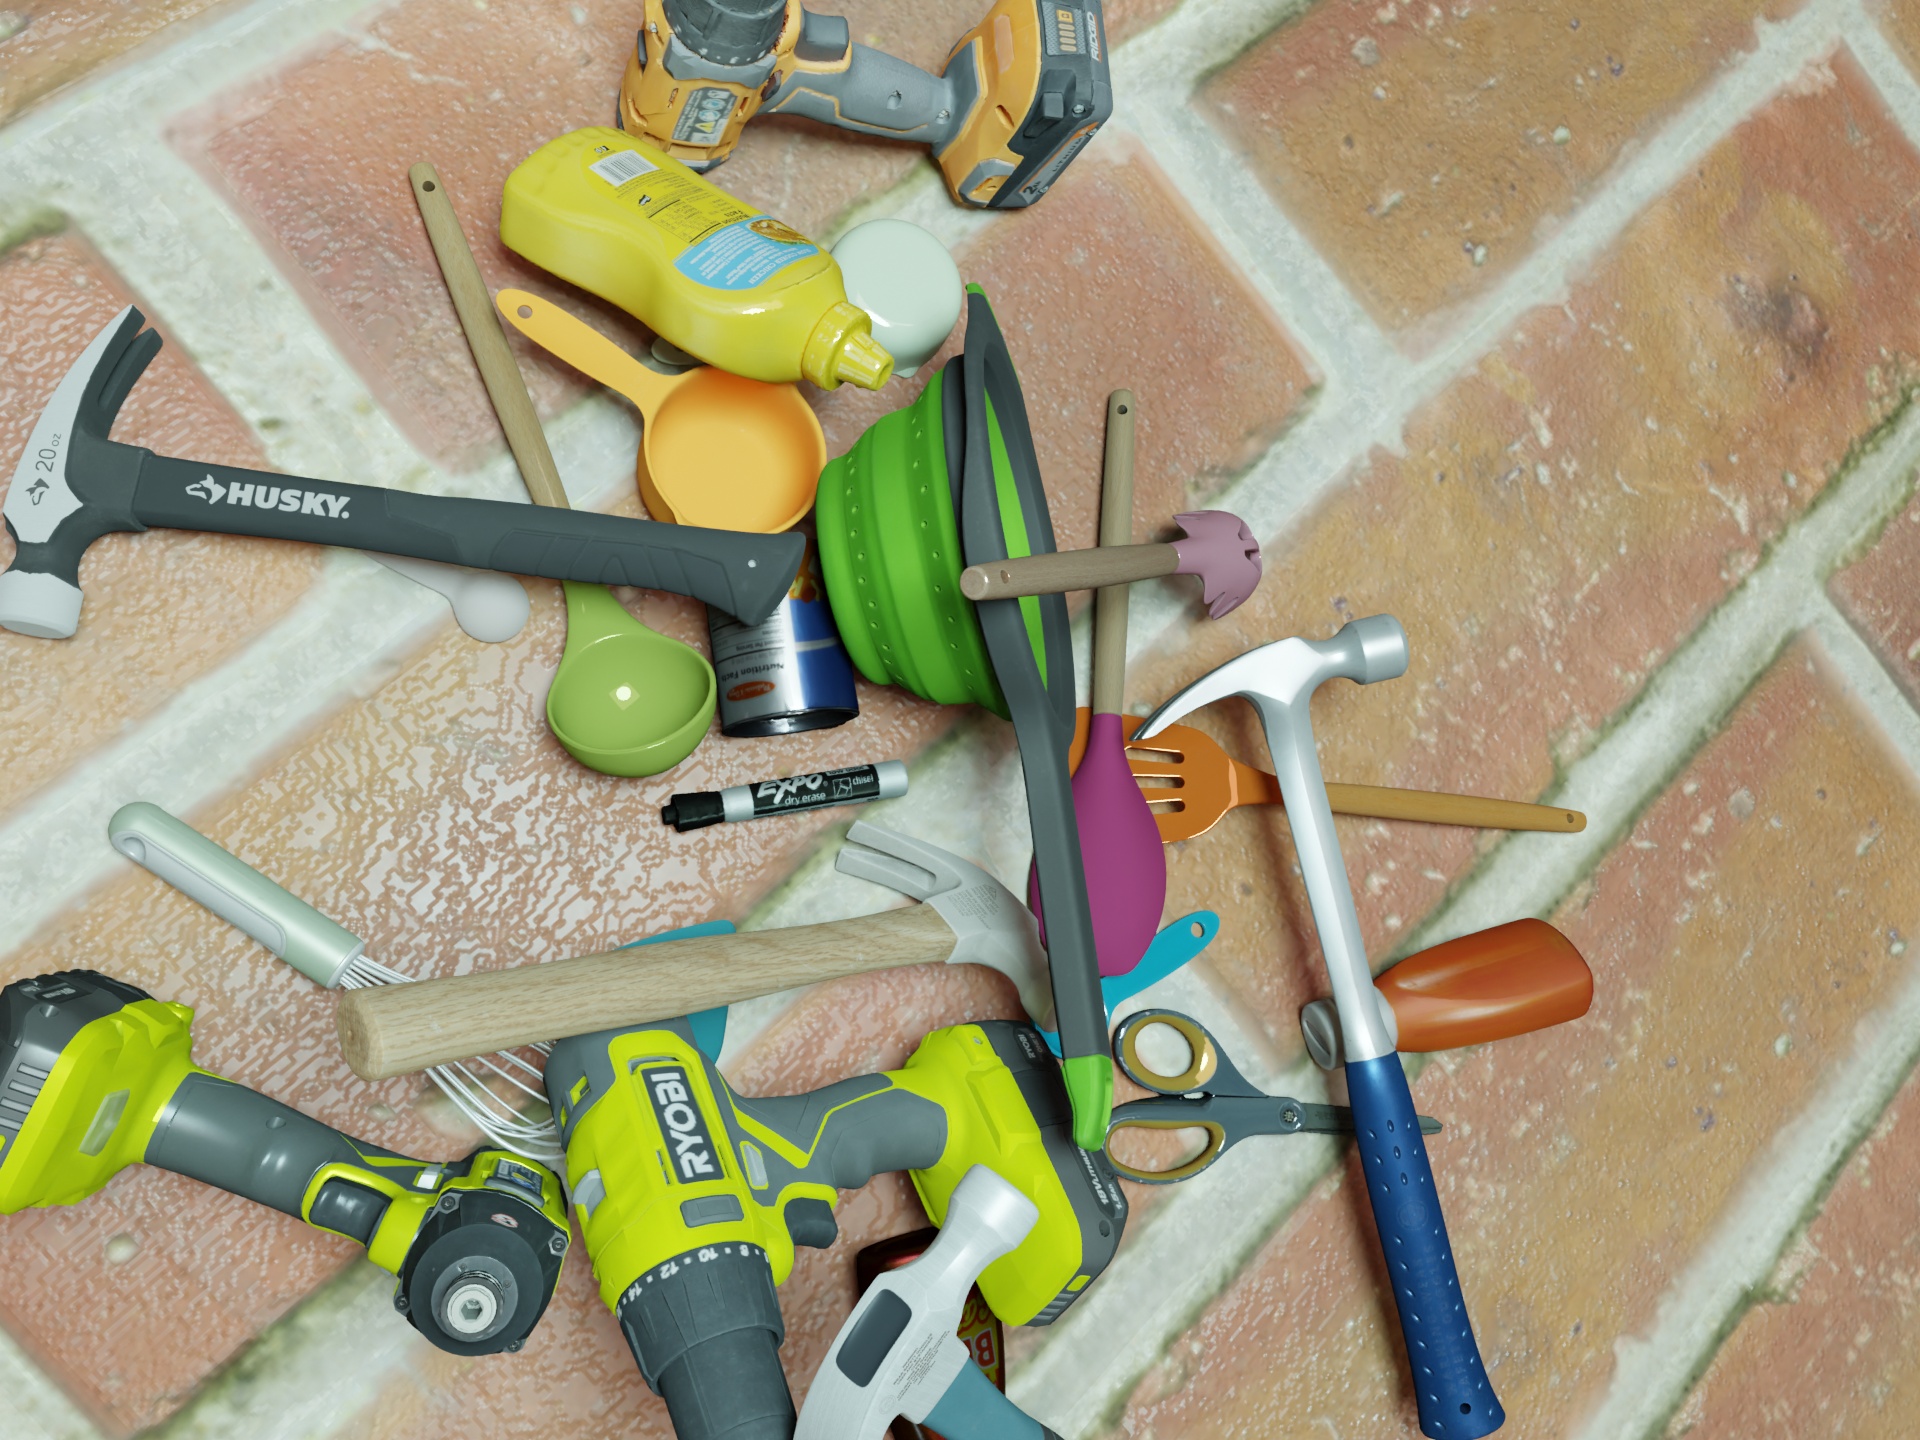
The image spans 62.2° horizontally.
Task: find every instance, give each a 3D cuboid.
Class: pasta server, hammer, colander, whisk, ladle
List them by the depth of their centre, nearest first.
[{"bbox_3d":[0.027,0.299,0.646,0.128,0.033,0.330,-49,140,-18],"label":"hammer"},{"bbox_3d":[-0.094,0.101,0.667,0.331,0.031,0.130,-3,37,-44],"label":"hammer"},{"bbox_3d":[-0.260,0.111,0.688,0.246,0.057,0.059,35,37,-6],"label":"whisk"},{"bbox_3d":[-0.236,-0.091,0.699,0.334,0.035,0.146,7,76,-4],"label":"hammer"},{"bbox_3d":[-0.001,-0.002,0.728,0.094,0.204,0.397,-11,69,10],"label":"colander"},{"bbox_3d":[0.078,-0.070,0.738,0.316,0.040,0.060,-15,85,-59],"label":"pasta server"},{"bbox_3d":[-0.198,-0.123,0.745,0.078,0.062,0.320,-21,85,-17],"label":"ladle"},{"bbox_3d":[0.197,0.159,0.798,0.144,0.035,0.405,-14,90,-4],"label":"hammer"}]

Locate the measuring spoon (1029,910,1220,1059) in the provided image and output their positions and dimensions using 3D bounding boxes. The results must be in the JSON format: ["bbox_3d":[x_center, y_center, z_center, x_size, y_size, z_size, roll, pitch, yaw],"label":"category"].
[{"bbox_3d":[0.085,0.133,0.819,0.128,0.021,0.042,-28,84,-30],"label":"measuring spoon"}]

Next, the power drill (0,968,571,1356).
[{"bbox_3d":[-0.260,0.175,0.610,0.223,0.171,0.080,24,79,-10],"label":"power drill"}]

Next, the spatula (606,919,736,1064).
[{"bbox_3d":[-0.104,0.252,0.715,0.082,0.044,0.317,-14,86,-35],"label":"spatula"}]

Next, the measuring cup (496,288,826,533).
[{"bbox_3d":[-0.148,-0.146,0.769,0.173,0.052,0.095,33,72,-9],"label":"measuring cup"}]

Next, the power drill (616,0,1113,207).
[{"bbox_3d":[-0.040,-0.325,0.768,0.226,0.185,0.084,-1,79,-22],"label":"power drill"}]

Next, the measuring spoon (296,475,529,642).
[{"bbox_3d":[-0.256,-0.078,0.736,0.124,0.018,0.034,32,72,-10],"label":"measuring spoon"}]

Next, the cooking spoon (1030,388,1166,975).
[{"bbox_3d":[0.078,-0.027,0.832,0.069,0.017,0.319,3,75,3],"label":"cooking spoon"}]

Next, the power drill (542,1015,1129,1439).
[{"bbox_3d":[-0.046,0.205,0.659,0.228,0.080,0.191,6,41,-38],"label":"power drill"}]

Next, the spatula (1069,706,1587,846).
[{"bbox_3d":[0.209,0.044,0.872,0.322,0.041,0.081,6,75,-22],"label":"spatula"}]

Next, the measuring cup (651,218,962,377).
[{"bbox_3d":[-0.075,-0.210,0.810,0.167,0.038,0.083,-19,87,-23],"label":"measuring cup"}]
